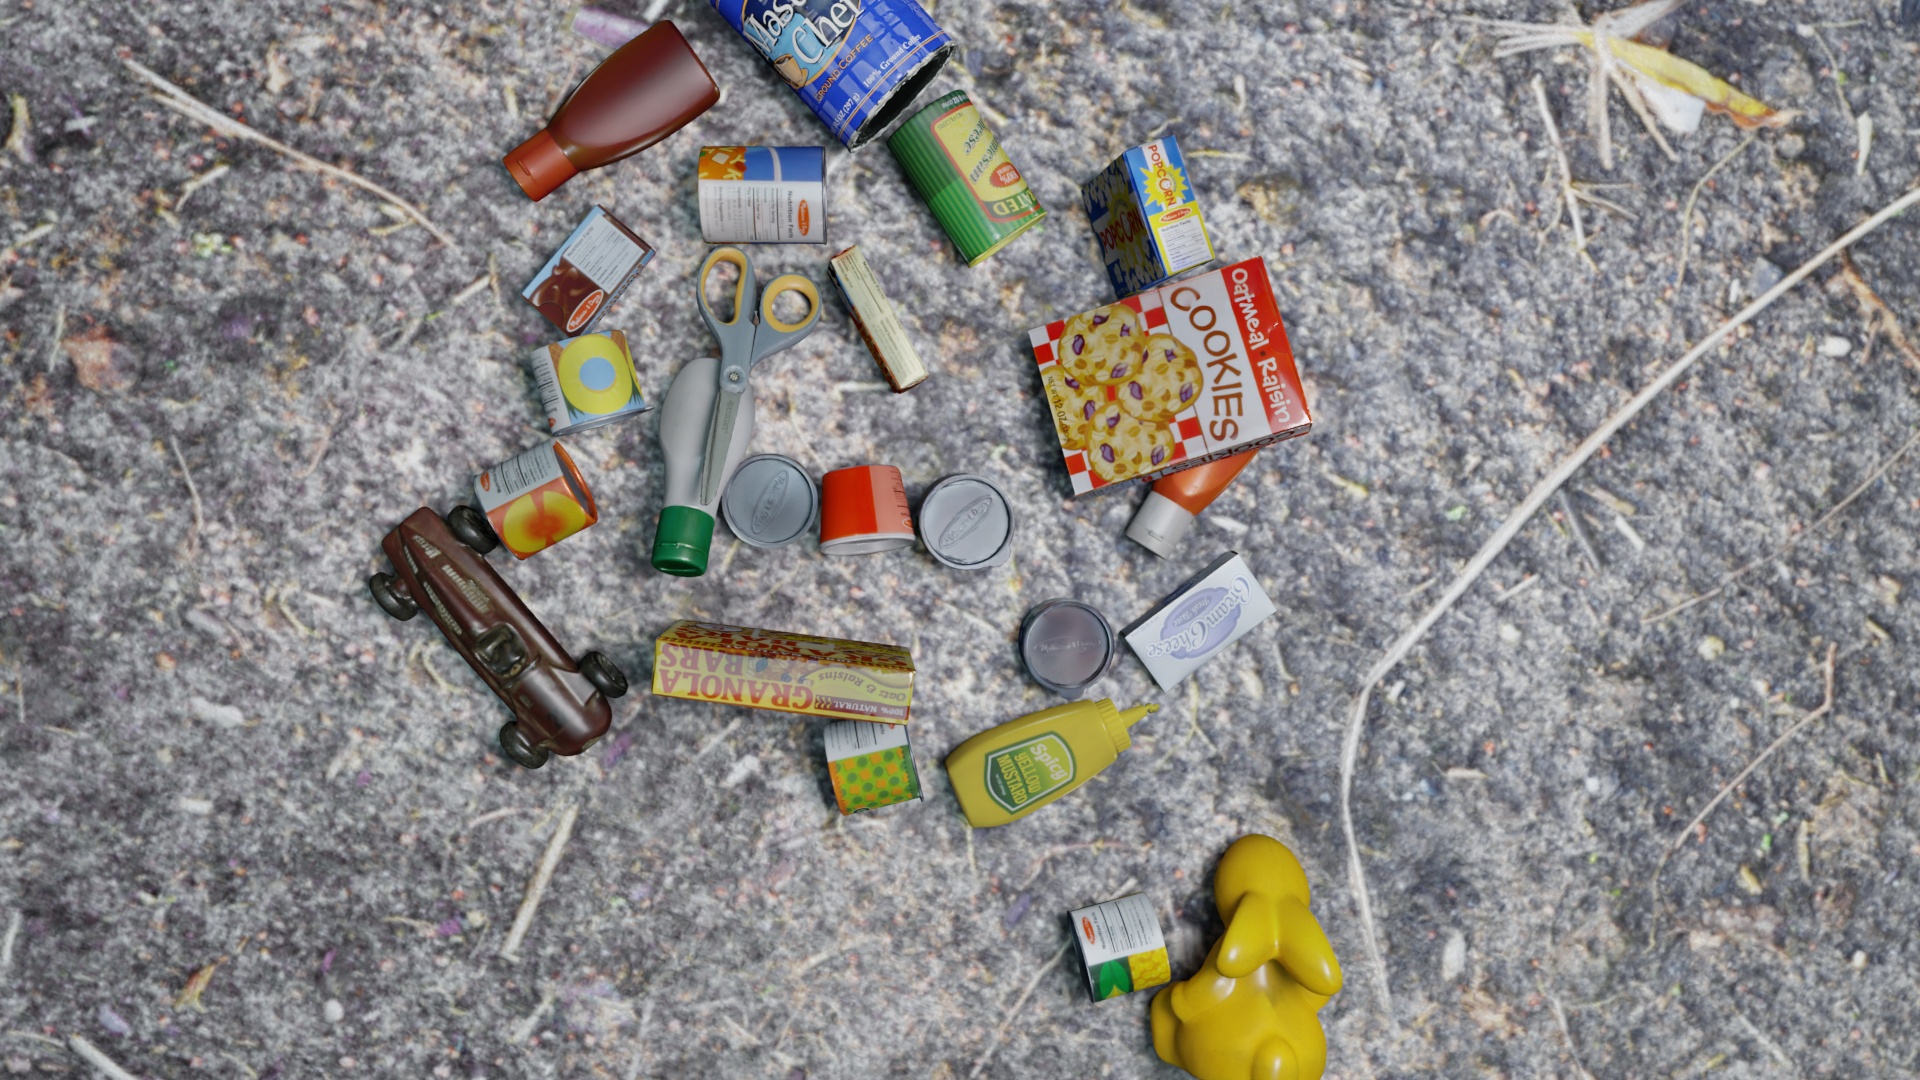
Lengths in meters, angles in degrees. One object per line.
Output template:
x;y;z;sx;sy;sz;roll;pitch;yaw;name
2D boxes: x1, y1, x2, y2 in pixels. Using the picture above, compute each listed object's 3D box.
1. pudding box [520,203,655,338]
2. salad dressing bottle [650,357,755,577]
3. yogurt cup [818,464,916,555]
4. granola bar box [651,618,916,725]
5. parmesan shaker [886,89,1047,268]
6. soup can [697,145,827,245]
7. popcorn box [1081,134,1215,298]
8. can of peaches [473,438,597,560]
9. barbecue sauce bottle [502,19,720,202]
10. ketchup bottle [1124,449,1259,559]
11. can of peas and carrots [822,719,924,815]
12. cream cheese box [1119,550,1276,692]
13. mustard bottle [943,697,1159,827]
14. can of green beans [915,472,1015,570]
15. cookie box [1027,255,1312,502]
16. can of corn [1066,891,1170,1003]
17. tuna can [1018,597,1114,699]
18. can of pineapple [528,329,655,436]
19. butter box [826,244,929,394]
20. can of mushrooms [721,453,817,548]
-0.256;-0.184;0.957;0.049;0.030;0.083;40;90;-7;pudding box
-0.177;-0.049;0.936;0.064;0.044;0.148;1;67;14;salad dressing bottle
-0.067;-0.021;0.965;0.072;0.072;0.054;-5;82;-4;yogurt cup
-0.117;0.088;0.937;0.166;0.124;0.039;8;92;-5;granola bar box
0.002;-0.248;0.955;0.071;0.071;0.103;-35;96;-2;parmesan shaker
-0.133;-0.237;0.949;0.084;0.071;0.071;0;94;-4;soup can
0.125;-0.215;0.940;0.038;0.127;0.085;-21;95;-6;popcorn box
-0.287;-0.027;0.947;0.058;0.071;0.071;-28;95;-3;can of peaches
-0.241;-0.287;0.946;0.148;0.044;0.065;-35;95;-1;barbecue sauce bottle
0.171;-0.058;0.994;0.065;0.043;0.149;32;90;0;ketchup bottle
-0.061;0.157;0.976;0.059;0.071;0.071;-13;95;-3;can of peas and carrots
0.173;0.059;1.010;0.104;0.024;0.053;-37;97;-2;cream cheese box
0.069;0.149;0.994;0.160;0.049;0.065;-25;97;-3;mustard bottle
0.002;-0.014;0.975;0.071;0.058;0.071;0;93;-5;can of green beans
0.144;-0.110;0.960;0.167;0.040;0.123;-17;81;9;cookie box
0.114;0.293;0.999;0.058;0.071;0.071;-14;95;-4;can of corn
0.076;0.077;0.999;0.071;0.033;0.071;0;93;-5;tuna can
-0.251;-0.107;0.945;0.071;0.071;0.058;-16;95;-4;can of pineapple
-0.058;-0.151;0.965;0.024;0.053;0.103;-30;96;-5;butter box
-0.135;-0.030;0.975;0.071;0.033;0.071;0;94;-5;can of mushrooms
